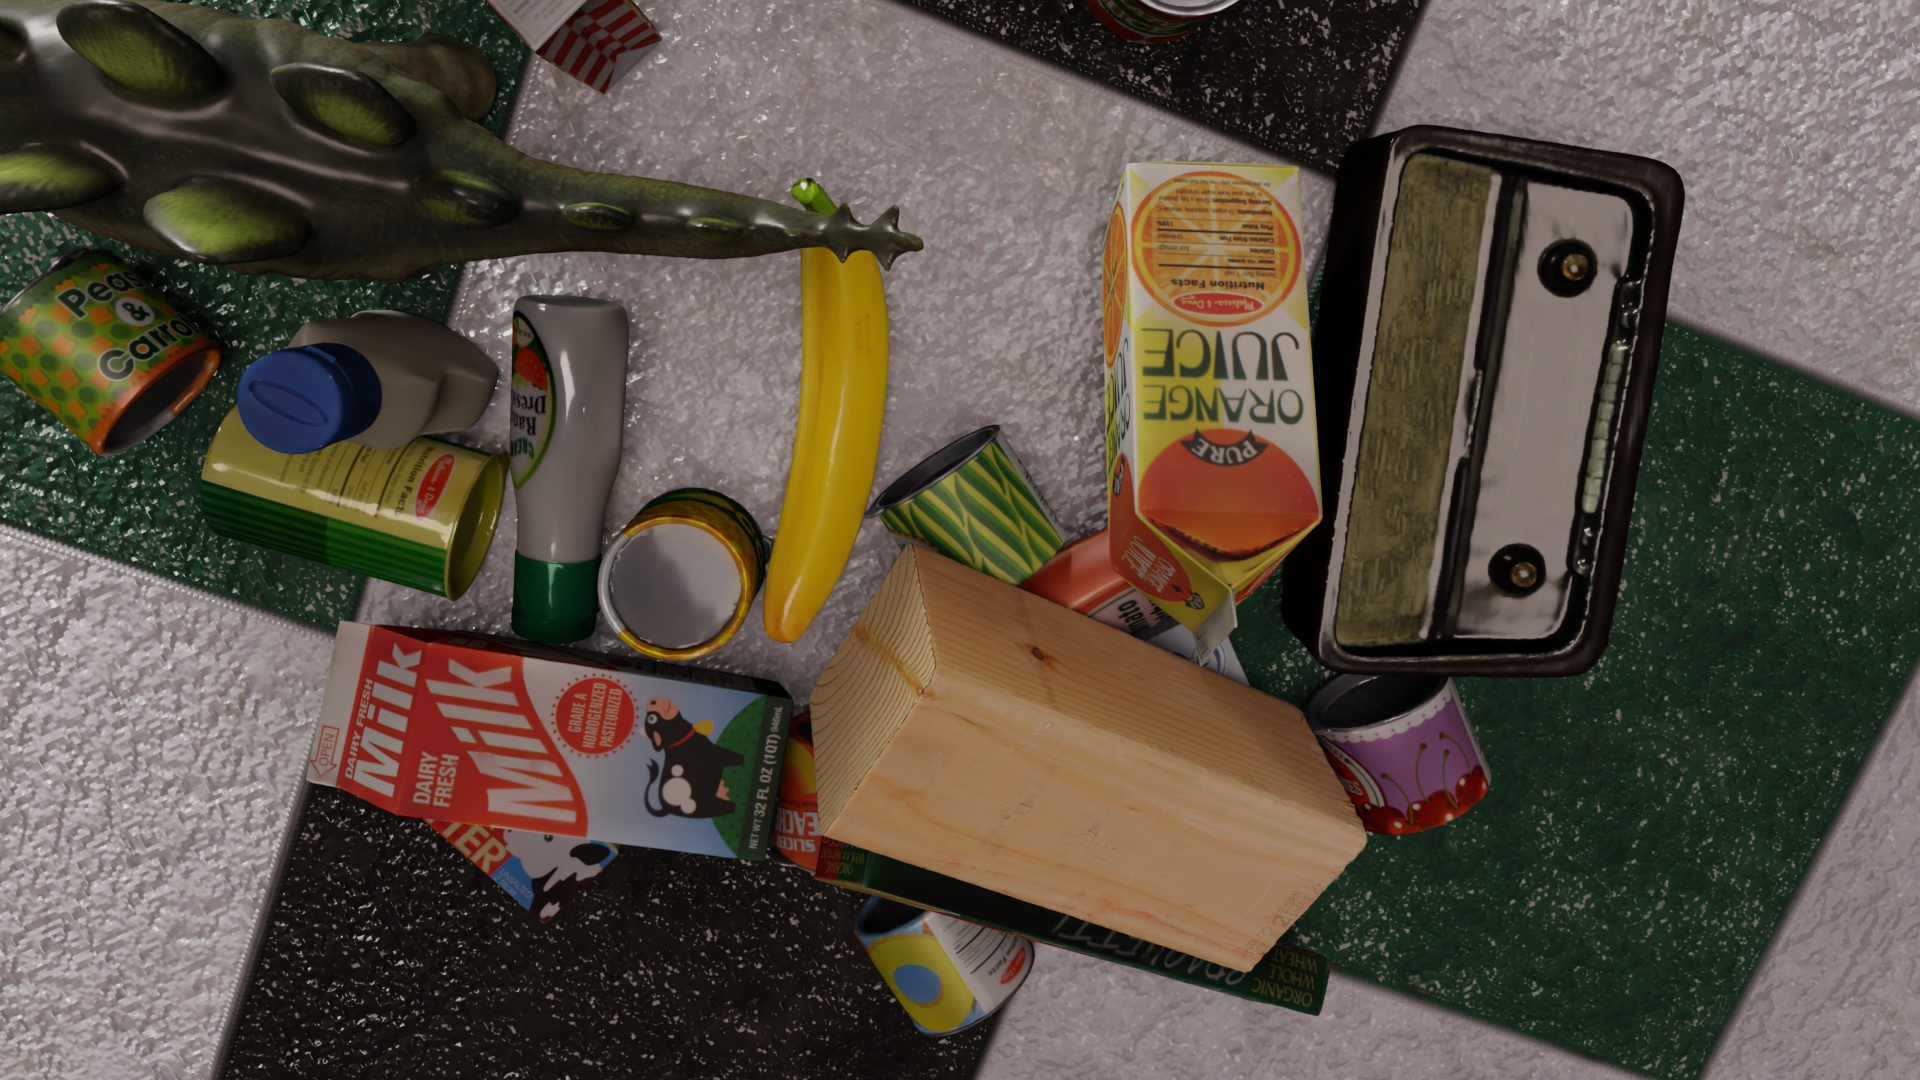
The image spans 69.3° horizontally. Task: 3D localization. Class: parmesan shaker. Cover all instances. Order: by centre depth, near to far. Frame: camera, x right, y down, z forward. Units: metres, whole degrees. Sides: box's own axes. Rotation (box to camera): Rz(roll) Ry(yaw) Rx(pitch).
[{"bbox_3d":[-0.257,-0.022,0.597,0.103,0.071,0.071,16,101,-5],"label":"parmesan shaker"}]

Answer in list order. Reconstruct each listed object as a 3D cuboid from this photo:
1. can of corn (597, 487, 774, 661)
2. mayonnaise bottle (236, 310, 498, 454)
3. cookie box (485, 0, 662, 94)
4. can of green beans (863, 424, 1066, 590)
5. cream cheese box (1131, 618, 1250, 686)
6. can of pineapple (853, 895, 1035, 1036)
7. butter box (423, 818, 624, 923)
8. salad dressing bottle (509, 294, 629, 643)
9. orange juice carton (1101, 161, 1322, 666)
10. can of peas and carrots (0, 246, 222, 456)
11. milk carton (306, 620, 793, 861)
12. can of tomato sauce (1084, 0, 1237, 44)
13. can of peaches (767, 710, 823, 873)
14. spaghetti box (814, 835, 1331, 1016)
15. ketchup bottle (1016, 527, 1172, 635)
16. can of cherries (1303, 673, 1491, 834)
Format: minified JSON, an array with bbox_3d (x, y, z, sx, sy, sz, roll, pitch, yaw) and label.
[{"bbox_3d":[-0.119,0.014,0.611,0.071,0.058,0.071,0,102,-2],"label":"can of corn"},{"bbox_3d":[-0.232,-0.062,0.545,0.065,0.148,0.041,27,100,-7],"label":"mayonnaise bottle"},{"bbox_3d":[-0.192,-0.252,0.521,0.040,0.123,0.167,-42,100,5],"label":"cookie box"},{"bbox_3d":[0.004,-0.009,0.608,0.071,0.071,0.057,-32,102,4],"label":"can of green beans"},{"bbox_3d":[0.081,0.072,0.649,0.104,0.024,0.053,-25,103,3],"label":"cream cheese box"},{"bbox_3d":[-0.009,0.186,0.648,0.071,0.071,0.058,-31,101,4],"label":"can of pineapple"},{"bbox_3d":[-0.212,0.124,0.647,0.053,0.024,0.103,-44,100,6],"label":"butter box"},{"bbox_3d":[-0.172,-0.030,0.600,0.044,0.064,0.147,-4,107,-37],"label":"salad dressing bottle"},{"bbox_3d":[0.099,-0.050,0.560,0.073,0.071,0.193,1,73,-2],"label":"orange juice carton"},{"bbox_3d":[-0.354,-0.079,0.577,0.058,0.071,0.071,44,97,-11],"label":"can of peas and carrots"},{"bbox_3d":[-0.174,0.084,0.598,0.191,0.073,0.072,11,88,-12],"label":"milk carton"},{"bbox_3d":[0.082,-0.237,0.556,0.071,0.083,0.071,0,102,-2],"label":"can of tomato sauce"},{"bbox_3d":[-0.051,0.113,0.629,0.071,0.071,0.058,7,101,-4],"label":"can of peaches"},{"bbox_3d":[0.057,0.169,0.617,0.250,0.050,0.029,22,72,-24],"label":"spaghetti box"},{"bbox_3d":[0.046,0.030,0.623,0.149,0.064,0.044,-24,61,6],"label":"ketchup bottle"},{"bbox_3d":[0.199,0.094,0.637,0.071,0.071,0.058,-25,103,3],"label":"can of cherries"}]
